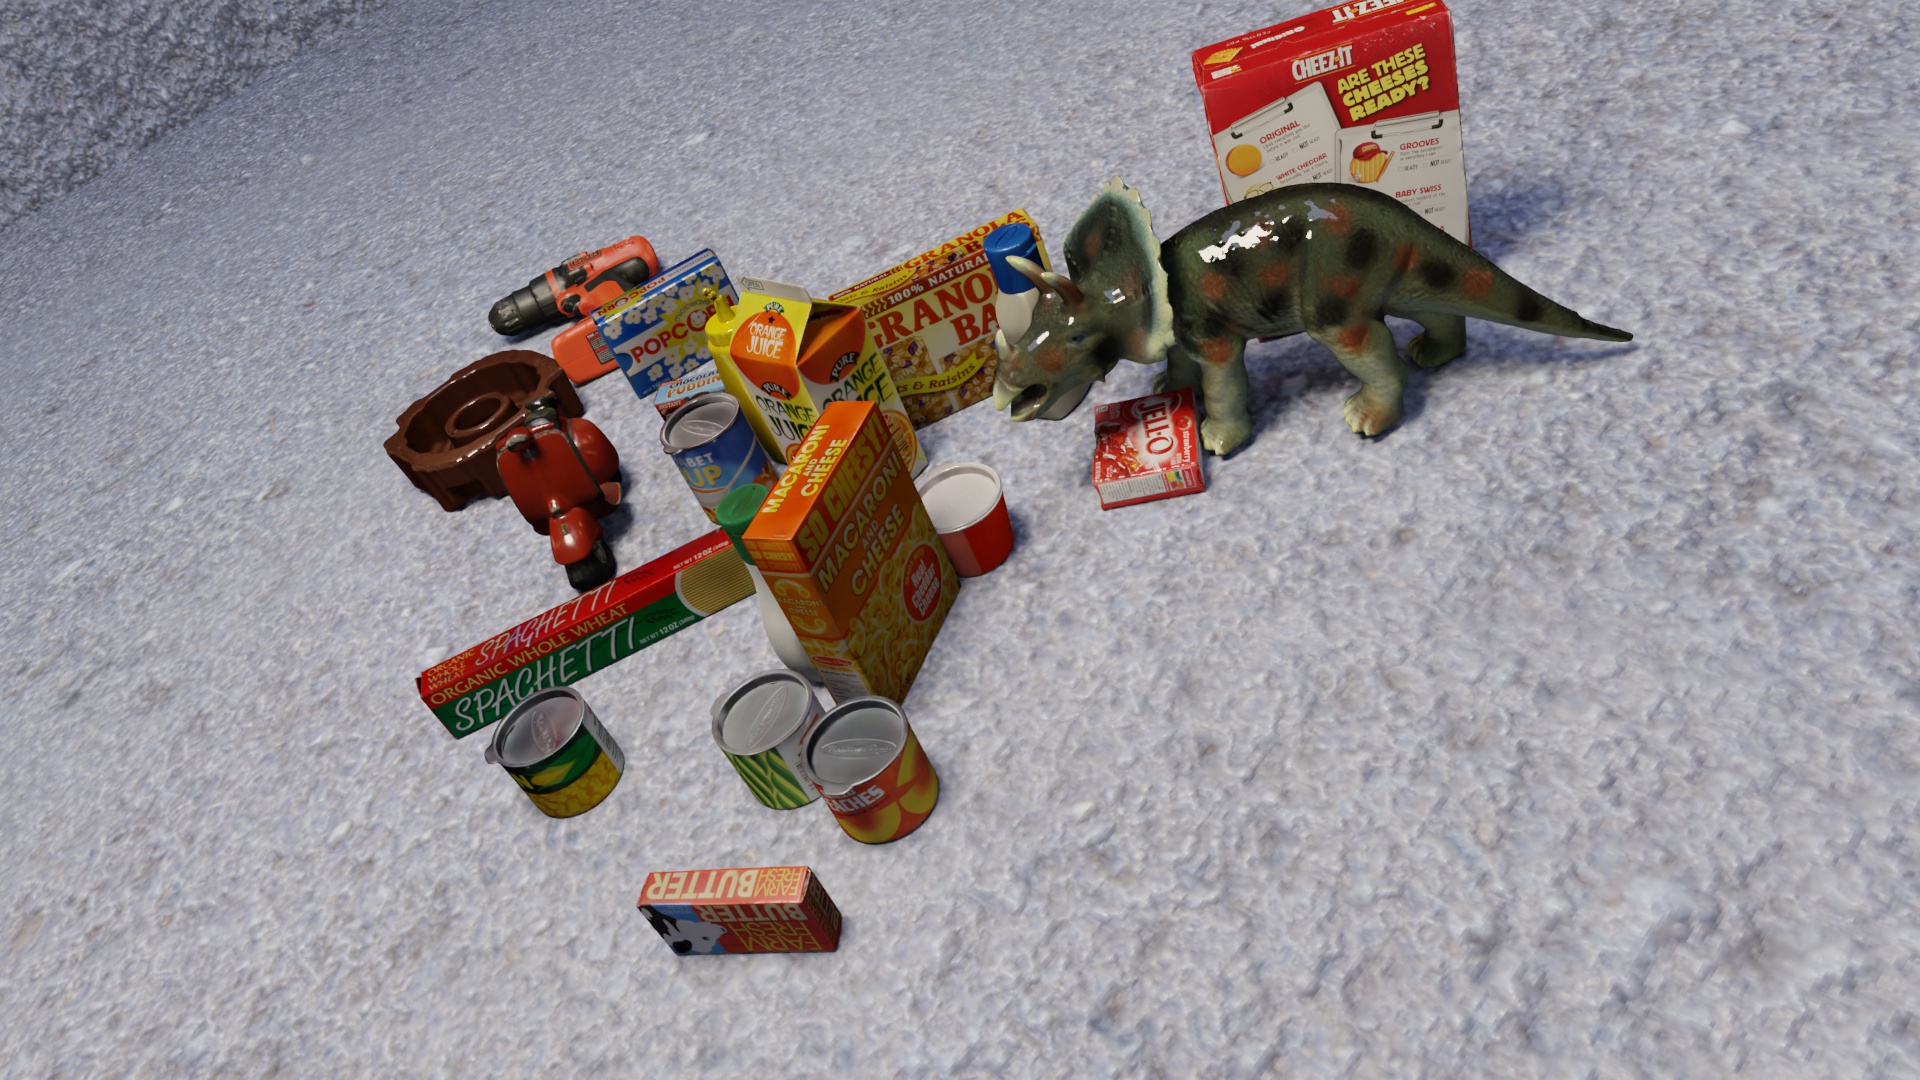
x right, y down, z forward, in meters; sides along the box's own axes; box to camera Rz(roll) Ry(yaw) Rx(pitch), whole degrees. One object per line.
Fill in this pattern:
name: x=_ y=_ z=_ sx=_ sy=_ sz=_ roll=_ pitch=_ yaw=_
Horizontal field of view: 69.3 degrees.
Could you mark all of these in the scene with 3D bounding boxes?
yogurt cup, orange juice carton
yogurt cup: x=0.003 y=-0.012 z=0.955 sx=0.072 sy=0.053 sz=0.073 roll=-14 pitch=40 yaw=12
orange juice carton: x=-0.100 y=-0.110 z=1.007 sx=0.072 sy=0.191 sz=0.073 roll=17 pitch=54 yaw=39

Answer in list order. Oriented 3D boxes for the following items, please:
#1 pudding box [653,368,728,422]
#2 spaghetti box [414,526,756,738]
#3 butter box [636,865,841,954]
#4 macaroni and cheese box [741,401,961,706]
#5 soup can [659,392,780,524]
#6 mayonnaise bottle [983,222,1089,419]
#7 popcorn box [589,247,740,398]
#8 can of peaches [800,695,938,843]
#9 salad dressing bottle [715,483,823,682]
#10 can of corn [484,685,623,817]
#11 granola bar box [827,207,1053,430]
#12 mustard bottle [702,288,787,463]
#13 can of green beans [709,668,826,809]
pudding box: x=-0.212 y=-0.118 z=1.184 sx=0.083 sy=0.049 sz=0.030 roll=-13 pitch=40 yaw=13
spaghetti box: x=-0.267 y=0.066 z=1.003 sx=0.250 sy=0.050 sz=0.029 roll=-26 pitch=39 yaw=-3
butter box: x=-0.122 y=0.206 z=0.771 sx=0.103 sy=0.053 sz=0.024 roll=-7 pitch=42 yaw=19
macaroni and cheese box: x=-0.064 y=0.015 z=0.869 sx=0.040 sy=0.165 sz=0.124 roll=2 pitch=46 yaw=28
soup can: x=-0.187 y=-0.061 z=1.080 sx=0.071 sy=0.083 sz=0.072 roll=-14 pitch=40 yaw=12
mayonnaise bottle: x=0.056 y=-0.163 z=1.025 sx=0.041 sy=0.147 sz=0.065 roll=11 pitch=51 yaw=35
popcorn box: x=-0.262 y=-0.199 z=1.273 sx=0.127 sy=0.085 sz=0.038 roll=-31 pitch=40 yaw=-9
can of peaches: x=-0.053 y=0.136 z=0.812 sx=0.071 sy=0.057 sz=0.071 roll=-14 pitch=40 yaw=12
salad dressing bottle: x=-0.109 y=0.028 z=0.891 sx=0.044 sy=0.147 sz=0.064 roll=7 pitch=48 yaw=32
can of corn: x=-0.266 y=0.141 z=0.912 sx=0.071 sy=0.058 sz=0.071 roll=-14 pitch=40 yaw=12
granola bar box: x=-0.003 y=-0.167 z=1.077 sx=0.166 sy=0.123 sz=0.039 roll=-25 pitch=39 yaw=-1
mustard bottle: x=-0.161 y=-0.134 z=1.089 sx=0.049 sy=0.159 sz=0.065 roll=-40 pitch=42 yaw=-19
can of green beans: x=-0.111 y=0.123 z=0.856 sx=0.071 sy=0.057 sz=0.071 roll=-14 pitch=40 yaw=12
